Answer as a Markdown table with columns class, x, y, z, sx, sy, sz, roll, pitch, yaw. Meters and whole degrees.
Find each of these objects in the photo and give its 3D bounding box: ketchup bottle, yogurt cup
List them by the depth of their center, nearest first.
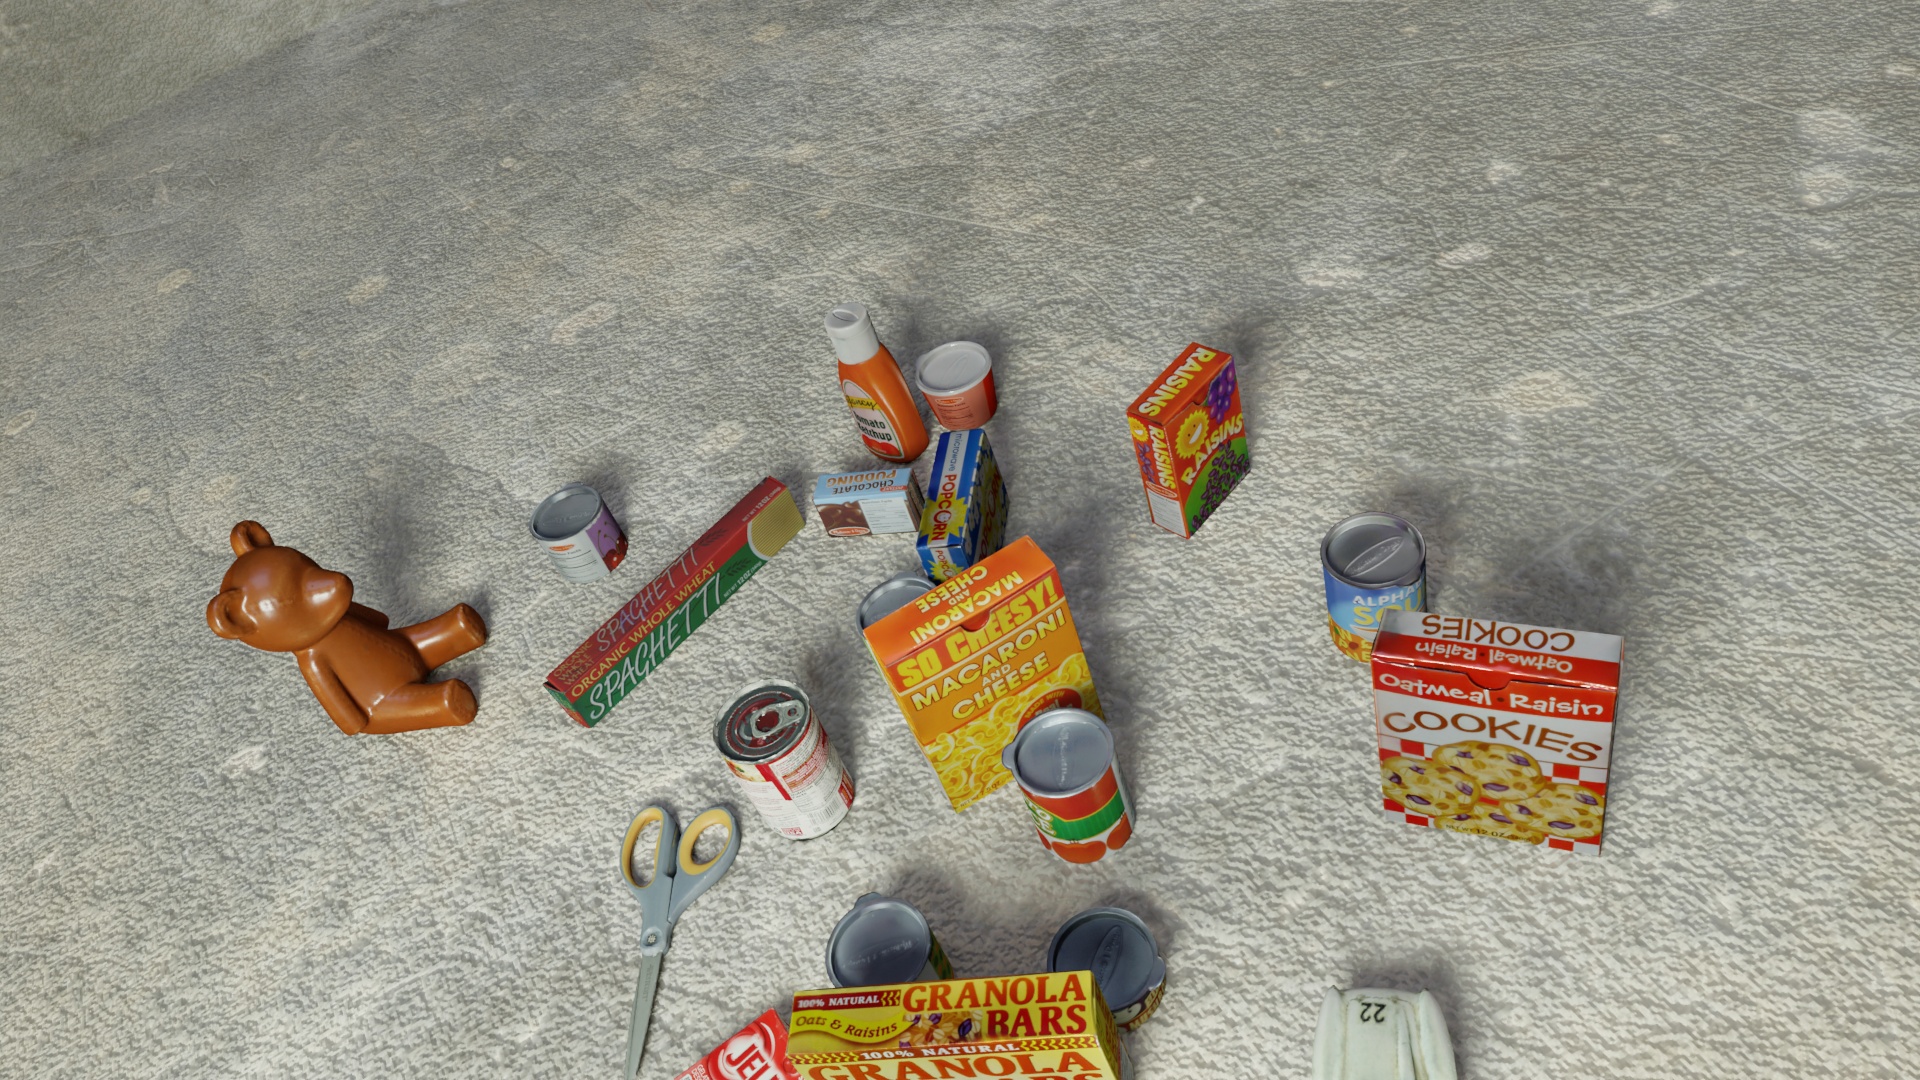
| class | x | y | z | sx | sy | sz | roll | pitch | yaw |
| --- | --- | --- | --- | --- | --- | --- | --- | --- | --- |
| ketchup bottle | -0.074 | -0.133 | 1.169 | 0.065 | 0.148 | 0.044 | 22 | 58 | 35 |
| yogurt cup | 0.000 | -0.132 | 1.210 | 0.072 | 0.053 | 0.073 | -10 | 45 | 11 |

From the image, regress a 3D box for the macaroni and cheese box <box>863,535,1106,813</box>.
| class | x | y | z | sx | sy | sz | roll | pitch | yaw |
| --- | --- | --- | --- | --- | --- | --- | --- | --- | --- |
| macaroni and cheese box | 0.021 | 0.091 | 0.907 | 0.124 | 0.165 | 0.040 | -30 | 45 | -9 |

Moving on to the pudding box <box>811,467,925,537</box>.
| class | x | y | z | sx | sy | sz | roll | pitch | yaw |
| --- | --- | --- | --- | --- | --- | --- | --- | --- | --- |
| pudding box | -0.074 | -0.031 | 1.142 | 0.083 | 0.049 | 0.030 | -4 | 47 | 16 |

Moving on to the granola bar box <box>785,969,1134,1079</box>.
| class | x | y | z | sx | sy | sz | roll | pitch | yaw |
| --- | --- | --- | --- | --- | --- | --- | --- | --- | --- |
| granola bar box | 0.004 | 0.283 | 0.758 | 0.165 | 0.123 | 0.039 | -8 | 46 | 13 |

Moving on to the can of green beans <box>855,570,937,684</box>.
| class | x | y | z | sx | sy | sz | roll | pitch | yaw |
| --- | --- | --- | --- | --- | --- | --- | --- | --- | --- |
| can of green beans | -0.037 | 0.069 | 1.026 | 0.071 | 0.057 | 0.071 | -10 | 45 | 11 |

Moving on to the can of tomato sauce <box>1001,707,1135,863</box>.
| class | x | y | z | sx | sy | sz | roll | pitch | yaw |
| --- | --- | --- | --- | --- | --- | --- | --- | --- | --- |
| can of tomato sauce | 0.070 | 0.158 | 0.884 | 0.071 | 0.082 | 0.071 | -10 | 45 | 11 |

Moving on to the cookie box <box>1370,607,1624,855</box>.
| class | x | y | z | sx | sy | sz | roll | pitch | yaw |
| --- | --- | --- | --- | --- | --- | --- | --- | --- | --- |
| cookie box | 0.301 | 0.111 | 0.785 | 0.123 | 0.166 | 0.040 | 6 | 50 | 25 |

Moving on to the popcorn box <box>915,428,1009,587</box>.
| class | x | y | z | sx | sy | sz | roll | pitch | yaw |
| --- | --- | --- | --- | --- | --- | --- | --- | --- | --- |
| popcorn box | 0.004 | -0.013 | 1.072 | 0.038 | 0.084 | 0.127 | -4 | 47 | 17 |

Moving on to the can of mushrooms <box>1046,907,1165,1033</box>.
| class | x | y | z | sx | sy | sz | roll | pitch | yaw |
| --- | --- | --- | --- | --- | --- | --- | --- | --- | --- |
| can of mushrooms | 0.089 | 0.255 | 0.820 | 0.071 | 0.033 | 0.071 | -10 | 45 | 11 |

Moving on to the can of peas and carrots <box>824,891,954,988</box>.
| class | x | y | z | sx | sy | sz | roll | pitch | yaw |
| --- | --- | --- | --- | --- | --- | --- | --- | --- | --- |
| can of peas and carrots | -0.043 | 0.259 | 0.845 | 0.071 | 0.058 | 0.071 | -10 | 45 | 11 |

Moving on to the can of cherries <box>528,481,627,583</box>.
| class | x | y | z | sx | sy | sz | roll | pitch | yaw |
| --- | --- | --- | --- | --- | --- | --- | --- | --- | --- |
| can of cherries | -0.329 | -0.007 | 1.205 | 0.071 | 0.058 | 0.072 | -10 | 45 | 11 |

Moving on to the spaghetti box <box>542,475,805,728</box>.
| class | x | y | z | sx | sy | sz | roll | pitch | yaw |
| --- | --- | --- | --- | --- | --- | --- | --- | --- | --- |
| spaghetti box | -0.226 | 0.047 | 1.121 | 0.029 | 0.050 | 0.251 | 26 | 60 | 37 |

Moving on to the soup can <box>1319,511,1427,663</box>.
| class | x | y | z | sx | sy | sz | roll | pitch | yaw |
| --- | --- | --- | --- | --- | --- | --- | --- | --- | --- |
| soup can | 0.279 | 0.034 | 0.927 | 0.071 | 0.083 | 0.072 | -10 | 45 | 11 |

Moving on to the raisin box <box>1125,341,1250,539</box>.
| class | x | y | z | sx | sy | sz | roll | pitch | yaw |
| --- | --- | --- | --- | --- | --- | --- | --- | --- | --- |
| raisin box | 0.173 | -0.074 | 1.041 | 0.040 | 0.122 | 0.086 | 27 | 62 | 38 |
